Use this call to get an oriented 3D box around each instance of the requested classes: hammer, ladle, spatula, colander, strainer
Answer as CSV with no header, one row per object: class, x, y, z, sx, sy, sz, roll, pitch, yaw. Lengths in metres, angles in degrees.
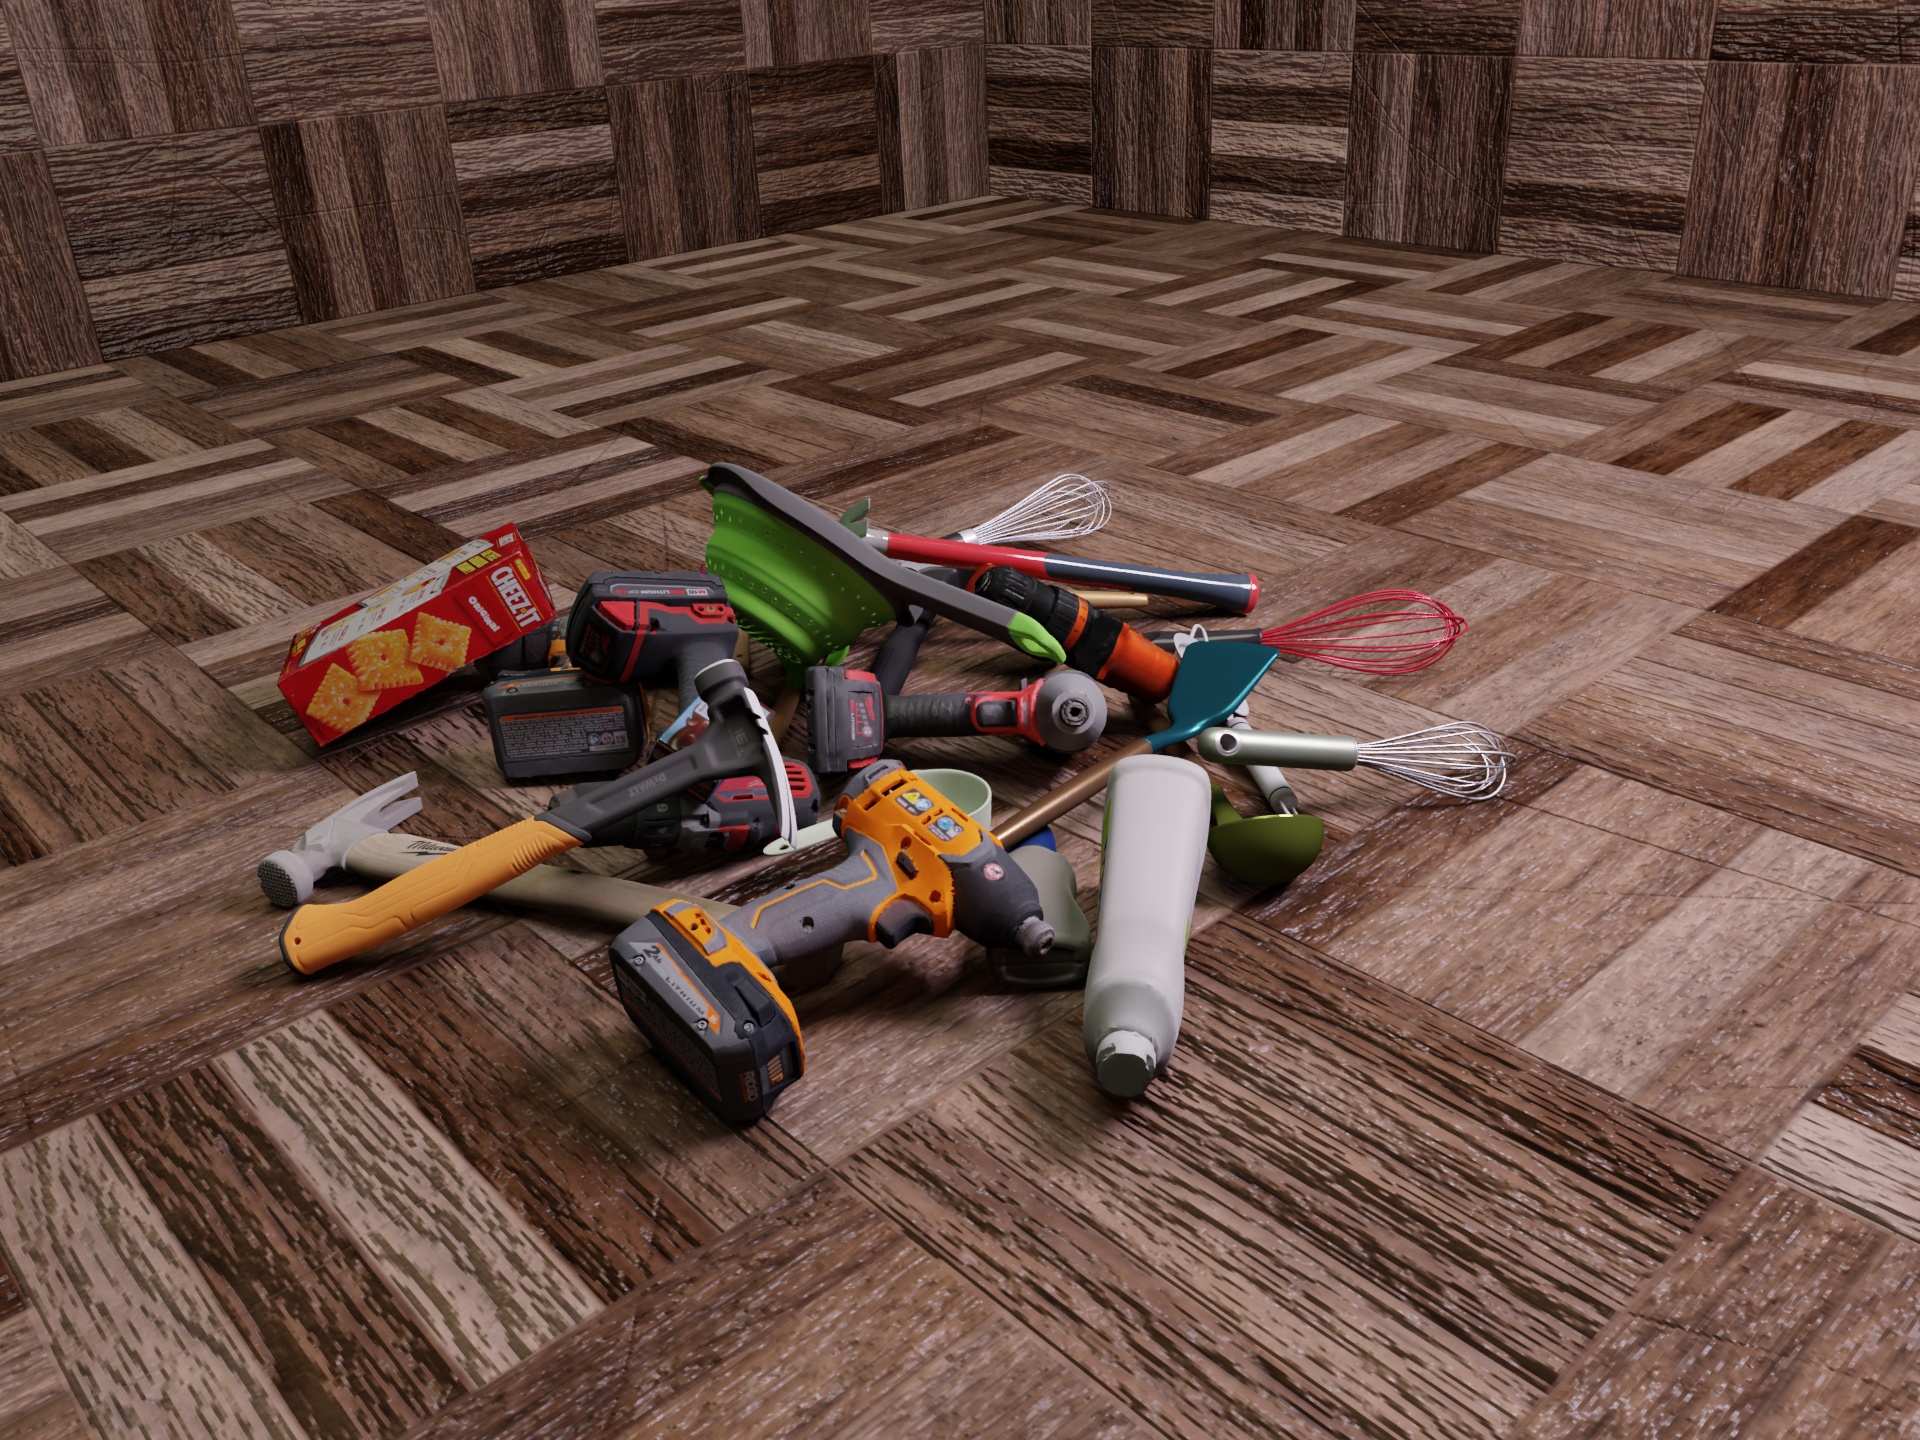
hammer,-0.044,-0.068,1.395,0.146,0.035,0.335,2,27,10
ladle,0.175,0.030,1.156,0.078,0.062,0.320,-1,23,-12
spatula,0.110,0.019,1.110,0.082,0.044,0.317,8,27,42
colander,-0.084,-0.083,1.214,0.397,0.204,0.094,26,79,43
strainer,0.208,0.004,1.220,0.086,0.050,0.259,34,18,-28
hammer,-0.269,0.085,0.999,0.337,0.034,0.127,-25,70,1
ladle,0.008,-0.108,1.401,0.315,0.031,0.069,1,24,-2
hammer,0.083,-0.139,1.402,0.386,0.038,0.143,6,-9,-11
hammer,-0.262,0.109,1.063,0.411,0.038,0.146,9,28,22

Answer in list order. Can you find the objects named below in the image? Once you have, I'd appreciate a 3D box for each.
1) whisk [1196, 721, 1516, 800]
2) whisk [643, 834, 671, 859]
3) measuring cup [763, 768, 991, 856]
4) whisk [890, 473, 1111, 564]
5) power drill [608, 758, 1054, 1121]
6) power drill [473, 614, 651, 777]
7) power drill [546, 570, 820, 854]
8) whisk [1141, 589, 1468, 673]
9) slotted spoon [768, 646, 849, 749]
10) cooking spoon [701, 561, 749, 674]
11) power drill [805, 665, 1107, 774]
whisk,0.281,0.024,1.122,0.246,0.058,0.059,4,-14,-15
whisk,-0.202,0.032,1.214,0.047,0.051,0.245,-18,27,17
measuring cup,-0.056,0.079,1.100,0.167,0.038,0.083,-17,30,-22
whisk,0.034,-0.192,1.615,0.284,0.070,0.070,-21,32,-24
power drill,-0.065,0.126,0.912,0.226,0.084,0.164,-32,51,-30
power drill,-0.328,-0.032,1.307,0.185,0.084,0.226,-5,23,1
power drill,-0.217,-0.001,1.127,0.187,0.080,0.227,-3,51,-32
whisk,0.275,-0.068,1.344,0.296,0.073,0.073,-3,26,14
slotted spoon,-0.146,-0.010,1.298,0.070,0.031,0.314,14,30,0
cooking spoon,-0.213,-0.112,1.516,0.068,0.017,0.319,-7,26,-6
power drill,-0.002,-0.004,1.176,0.219,0.078,0.143,-2,1,-2
